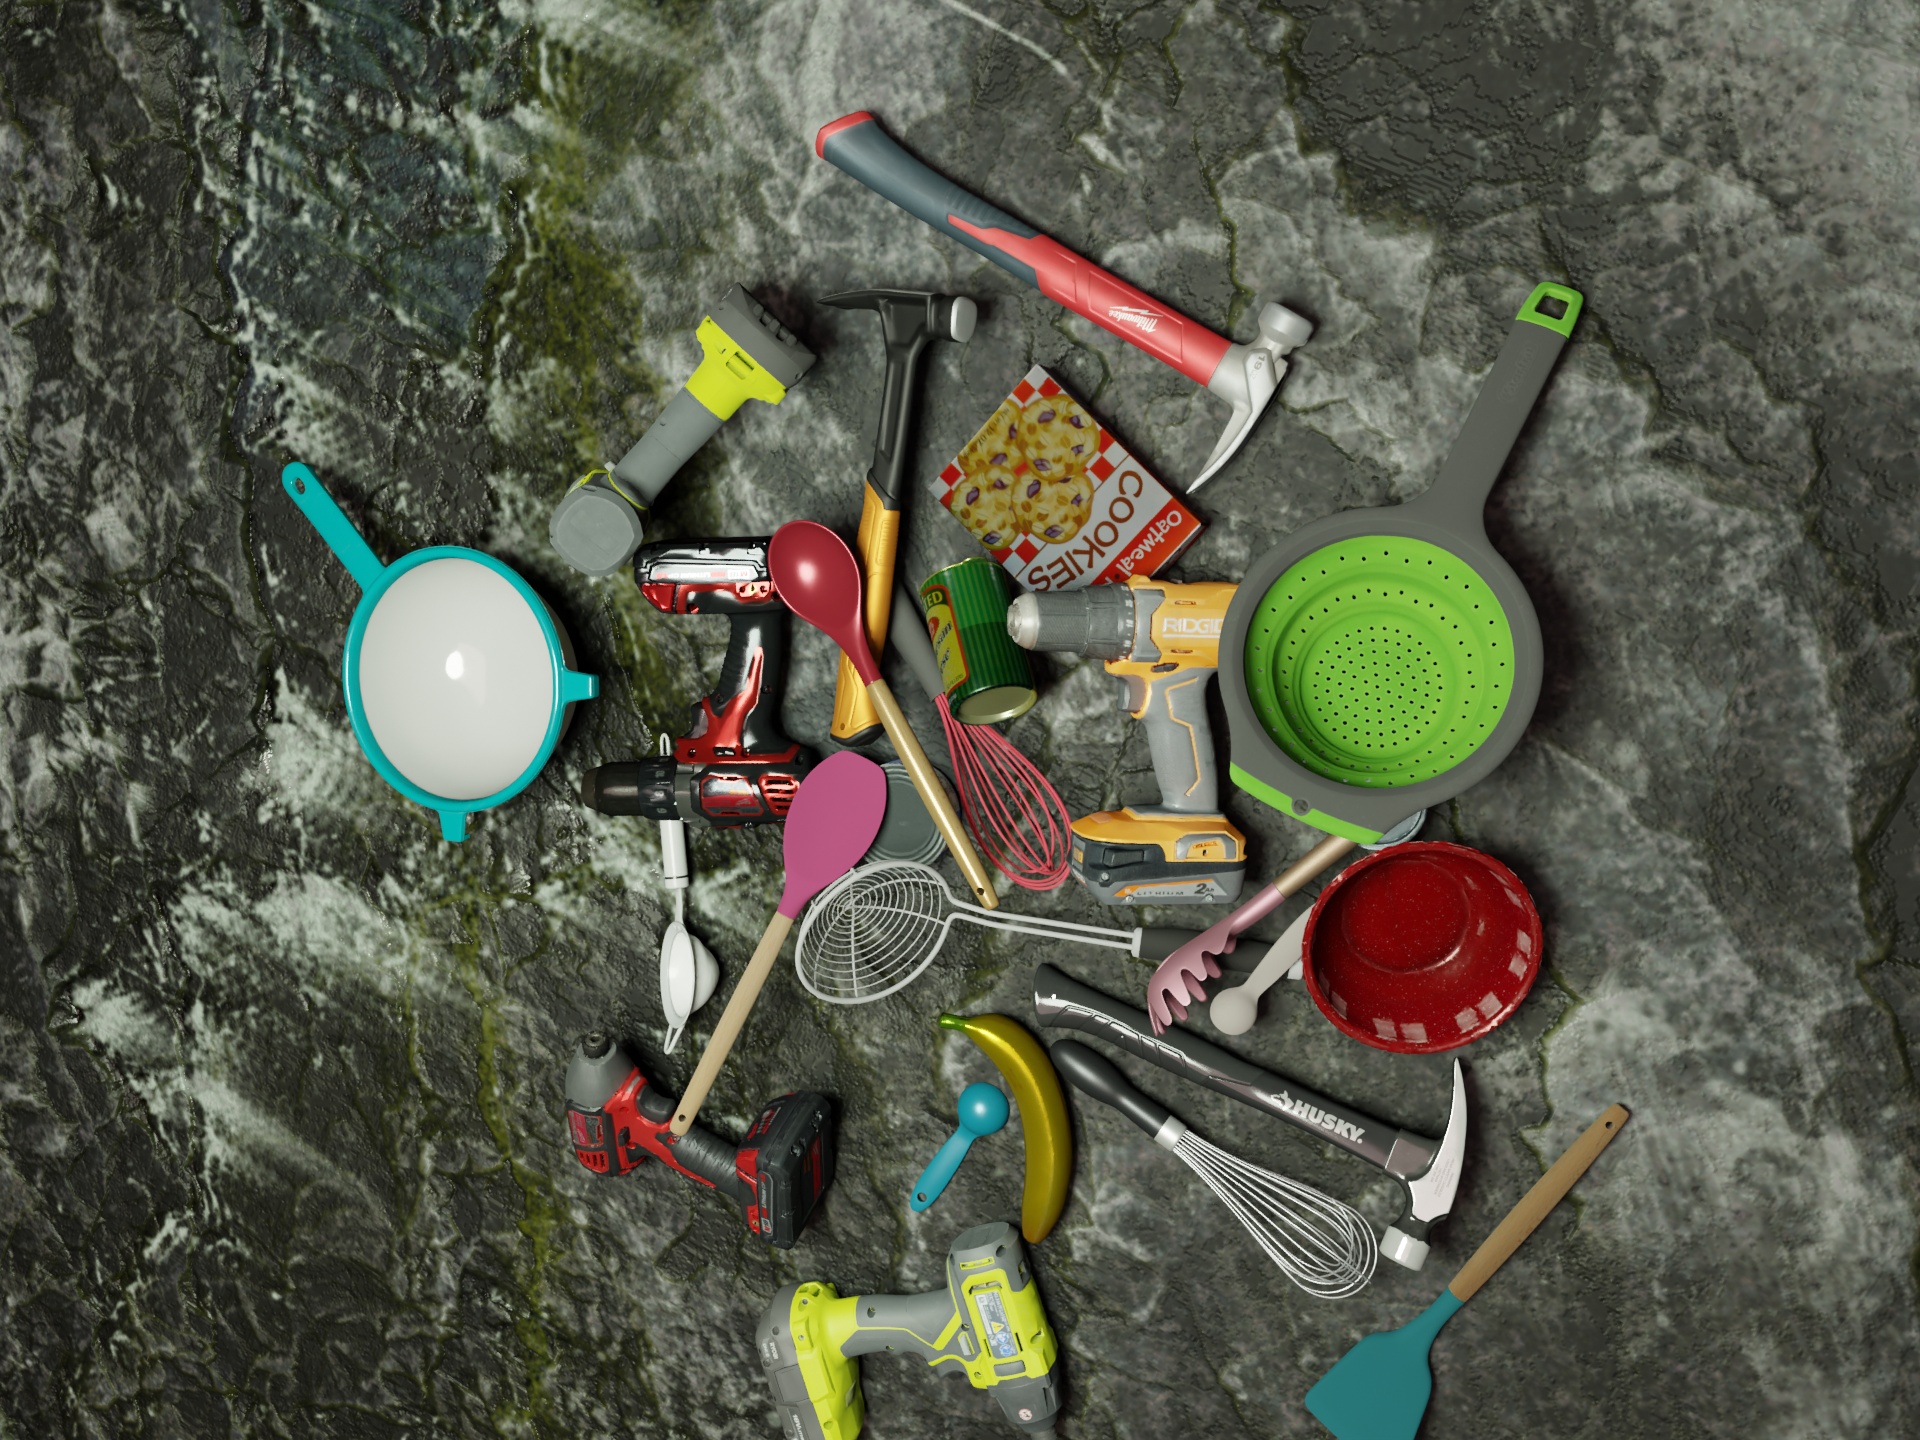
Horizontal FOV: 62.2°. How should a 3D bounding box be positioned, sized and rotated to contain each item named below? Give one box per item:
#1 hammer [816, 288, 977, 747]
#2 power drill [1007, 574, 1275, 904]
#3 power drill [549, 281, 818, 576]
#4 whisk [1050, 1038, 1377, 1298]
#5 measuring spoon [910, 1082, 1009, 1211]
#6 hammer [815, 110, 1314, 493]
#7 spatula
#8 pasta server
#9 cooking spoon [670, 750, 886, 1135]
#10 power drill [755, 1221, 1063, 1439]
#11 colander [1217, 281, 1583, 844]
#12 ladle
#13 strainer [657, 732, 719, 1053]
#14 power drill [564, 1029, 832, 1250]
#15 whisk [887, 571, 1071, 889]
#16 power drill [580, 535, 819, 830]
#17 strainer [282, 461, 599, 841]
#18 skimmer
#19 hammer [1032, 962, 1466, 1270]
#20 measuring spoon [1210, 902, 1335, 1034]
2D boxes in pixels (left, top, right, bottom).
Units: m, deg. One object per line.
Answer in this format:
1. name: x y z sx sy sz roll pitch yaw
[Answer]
1. hammer: -0.066 -0.148 1.180 0.127 0.034 0.337 14 101 33
2. power drill: 0.121 0.011 1.115 0.185 0.084 0.226 1 98 -13
3. power drill: -0.212 -0.213 1.183 0.080 0.191 0.228 41 97 -16
4. whisk: 0.183 0.327 1.184 0.285 0.070 0.070 35 106 16
5. measuring spoon: -0.007 0.343 1.259 0.042 0.021 0.128 35 104 10
6. hammer: 0.052 -0.316 1.146 0.386 0.038 0.143 33 107 11
7. spatula: 0.372 0.397 1.136 0.082 0.044 0.317 37 105 13
8. pasta server: 0.247 0.107 1.099 0.316 0.060 0.040 -41 71 11
9. cooking spoon: -0.145 0.171 1.210 0.069 0.017 0.319 27 89 2
10. power drill: -0.035 0.507 1.264 0.223 0.080 0.171 -17 92 16
11. colander: 0.317 -0.105 1.072 0.204 0.094 0.397 26 86 18
12. ladle: -0.050 -0.005 1.148 0.069 0.031 0.315 -32 82 27
13. strainer: -0.227 0.139 1.293 0.087 0.050 0.258 -4 91 62
14. power drill: -0.217 0.328 1.276 0.220 0.079 0.143 14 127 17
15. whisk: -0.002 -0.004 1.197 0.073 0.073 0.296 -34 80 19
16. power drill: -0.207 -0.026 1.234 0.188 0.080 0.226 -1 100 6
17. strainer: -0.428 -0.083 1.302 0.211 0.095 0.340 -44 78 19
18. skimmer: 0.066 0.172 1.158 0.363 0.090 0.127 7 123 8
19. hammer: 0.204 0.257 1.163 0.335 0.035 0.146 22 84 19
20. measuring spoon: 0.226 0.176 1.135 0.034 0.018 0.124 39 97 -8
